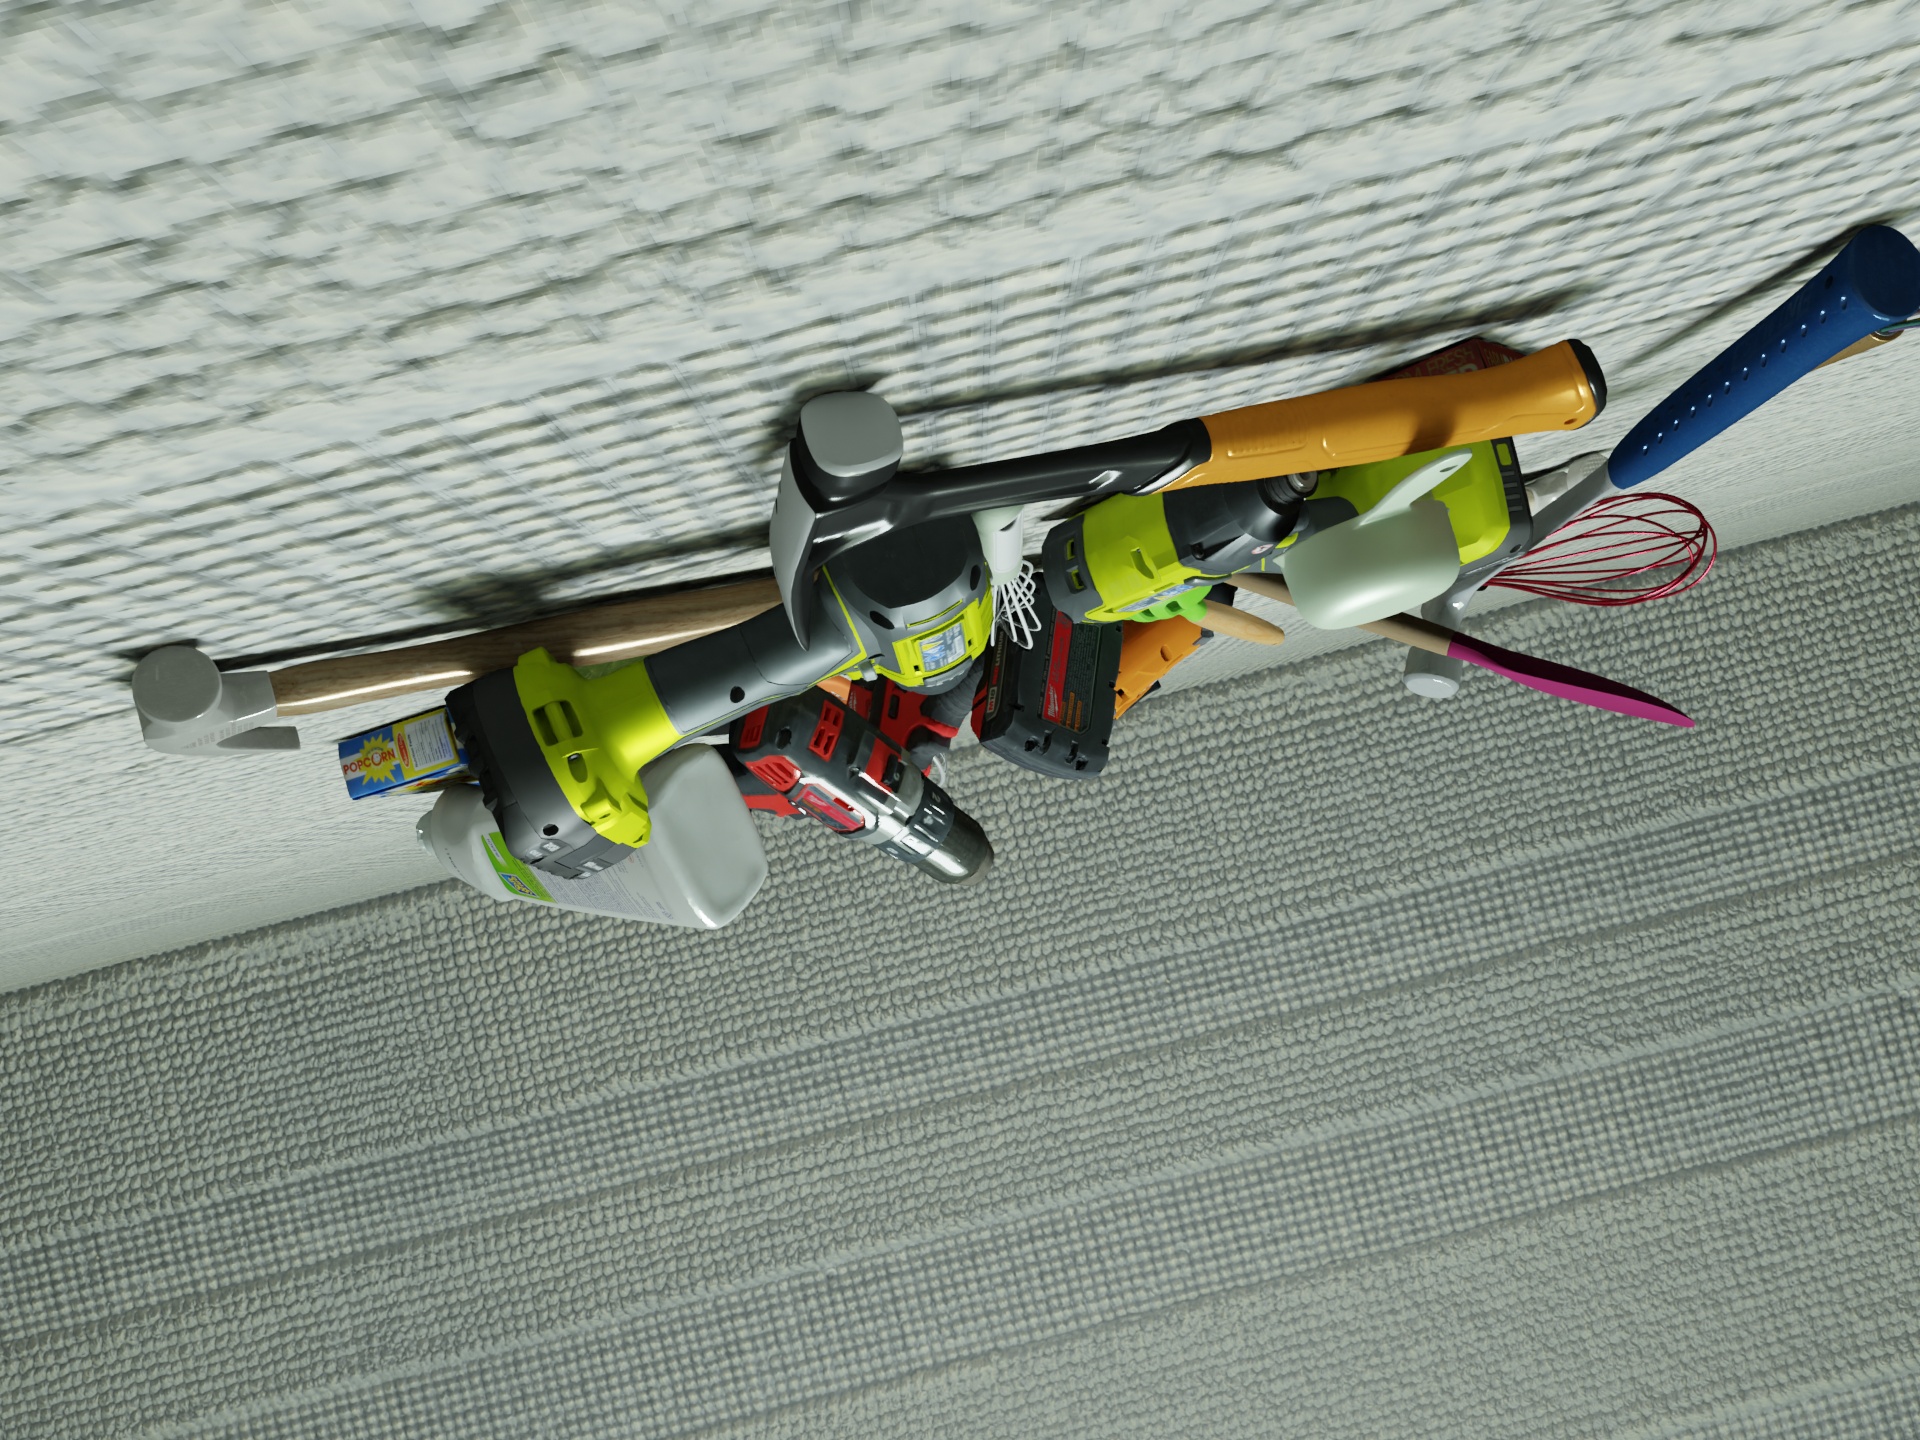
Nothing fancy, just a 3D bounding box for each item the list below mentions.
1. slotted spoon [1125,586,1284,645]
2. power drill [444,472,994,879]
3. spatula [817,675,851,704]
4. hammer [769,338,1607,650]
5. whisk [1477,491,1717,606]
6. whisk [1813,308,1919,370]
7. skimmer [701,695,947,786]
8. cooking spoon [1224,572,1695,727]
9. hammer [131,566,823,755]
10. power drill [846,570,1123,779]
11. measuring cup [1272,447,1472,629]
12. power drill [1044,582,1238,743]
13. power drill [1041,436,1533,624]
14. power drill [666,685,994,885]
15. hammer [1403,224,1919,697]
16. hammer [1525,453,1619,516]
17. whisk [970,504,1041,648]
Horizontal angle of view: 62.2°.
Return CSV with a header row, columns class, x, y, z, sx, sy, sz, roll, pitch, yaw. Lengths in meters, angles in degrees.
class,x,y,z,sx,sy,sz,roll,pitch,yaw
slotted spoon,0.161,-0.068,1.015,0.070,0.031,0.313,-9,173,26
power drill,-0.090,-0.014,0.707,0.228,0.080,0.190,-26,168,-3
spatula,-0.139,-0.012,1.114,0.081,0.041,0.322,-15,179,16
hammer,0.094,-0.097,0.593,0.337,0.034,0.127,-12,161,-18
whisk,0.366,-0.102,1.071,0.073,0.073,0.296,-12,-177,-36
whisk,0.439,-0.195,0.736,0.047,0.051,0.245,7,180,-1
skimmer,-0.139,0.024,1.333,0.127,0.090,0.363,20,-166,31
cooking spoon,0.256,-0.053,0.910,0.319,0.017,0.068,21,-179,21
hammer,-0.191,-0.033,0.723,0.331,0.031,0.130,-13,176,-26
power drill,-0.002,-0.003,1.002,0.078,0.143,0.220,22,157,-31
measuring cup,0.184,-0.073,0.662,0.083,0.038,0.167,-16,173,-3
power drill,0.121,-0.051,1.172,0.164,0.084,0.226,-37,178,-13
power drill,0.175,-0.101,0.805,0.223,0.080,0.171,-8,174,-32
power drill,-0.107,0.055,0.967,0.227,0.080,0.187,-14,140,42
hammer,0.336,-0.132,0.822,0.035,0.144,0.405,17,163,-5
hammer,0.250,-0.121,1.084,0.410,0.038,0.146,-12,177,-25
whisk,0.018,-0.076,0.786,0.058,0.059,0.246,-41,173,-4
